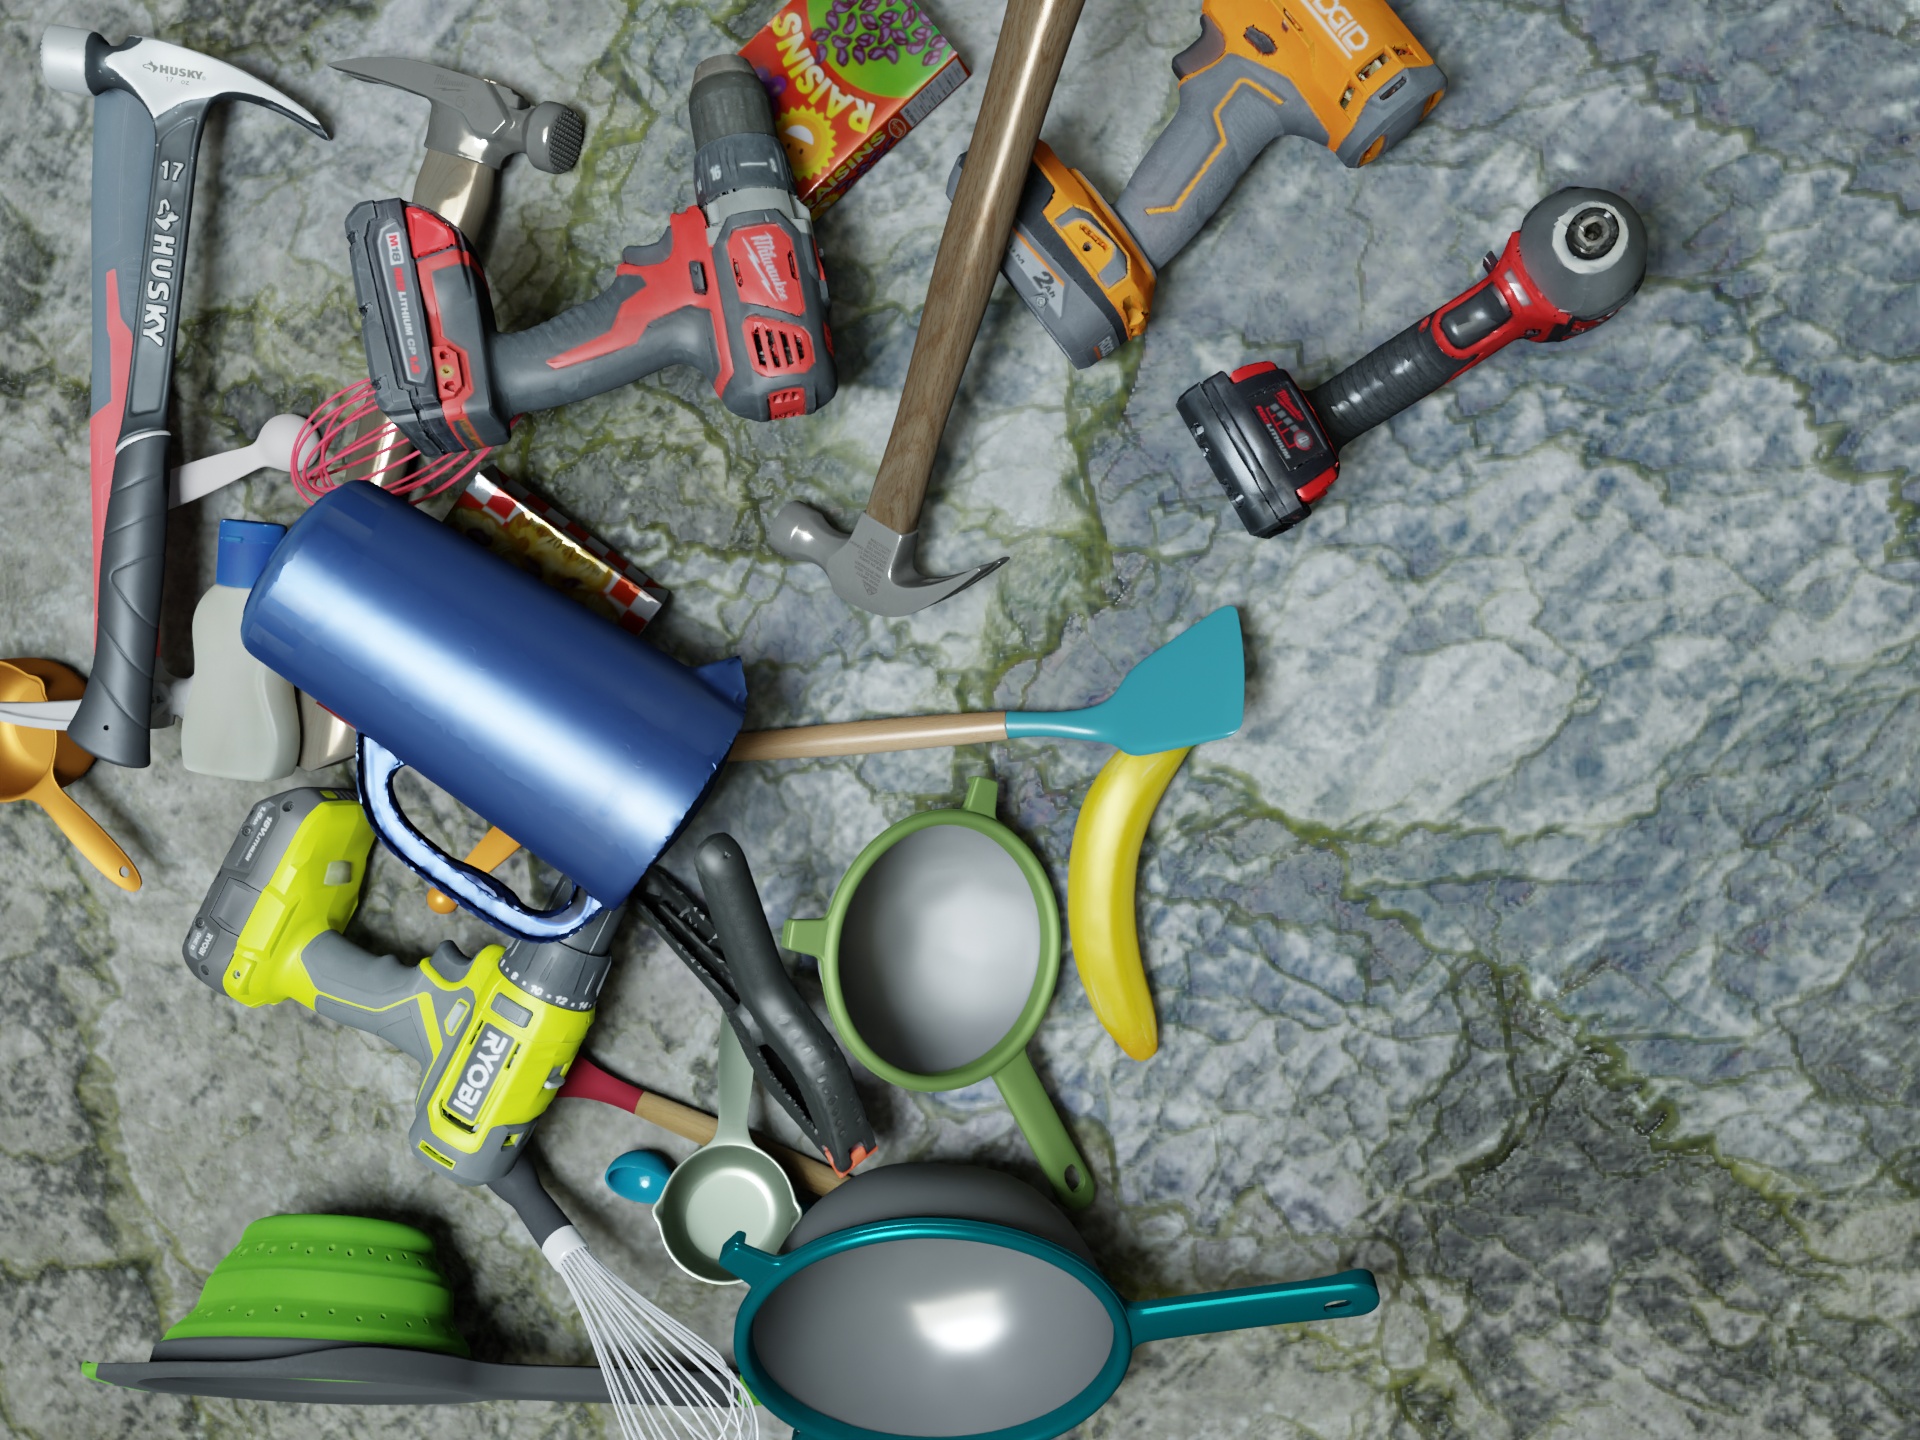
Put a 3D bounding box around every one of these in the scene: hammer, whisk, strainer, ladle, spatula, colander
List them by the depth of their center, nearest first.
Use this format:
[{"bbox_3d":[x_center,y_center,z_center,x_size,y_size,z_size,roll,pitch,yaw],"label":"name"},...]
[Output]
[{"bbox_3d":[-0.003,-0.198,0.791,0.130,0.031,0.331,32,123,19],"label":"hammer"},{"bbox_3d":[-0.229,-0.194,0.869,0.296,0.073,0.073,-29,90,-3],"label":"whisk"},{"bbox_3d":[0.048,0.299,0.869,0.340,0.095,0.210,-8,125,4],"label":"strainer"},{"bbox_3d":[-0.001,-0.003,0.874,0.317,0.044,0.082,-6,56,15],"label":"spatula"},{"bbox_3d":[0.001,0.167,0.886,0.151,0.069,0.256,-37,110,-28],"label":"strainer"},{"bbox_3d":[-0.207,0.324,0.901,0.285,0.070,0.070,39,103,32],"label":"whisk"},{"bbox_3d":[-0.457,-0.177,0.904,0.149,0.036,0.409,6,92,-11],"label":"hammer"},{"bbox_3d":[-0.342,-0.170,0.927,0.146,0.038,0.410,19,100,10],"label":"hammer"},{"bbox_3d":[-0.508,-0.187,0.933,0.143,0.038,0.386,0,93,-21],"label":"hammer"},{"bbox_3d":[-0.167,0.238,0.945,0.315,0.031,0.069,21,99,6],"label":"ladle"},{"bbox_3d":[-0.292,0.353,0.946,0.397,0.204,0.095,4,62,-5],"label":"colander"}]

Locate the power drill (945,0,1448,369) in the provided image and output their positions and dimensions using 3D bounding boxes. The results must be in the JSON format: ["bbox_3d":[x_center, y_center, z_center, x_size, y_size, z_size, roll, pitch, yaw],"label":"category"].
[{"bbox_3d":[0.105,-0.306,0.804,0.226,0.084,0.164,-38,86,9],"label":"power drill"}]

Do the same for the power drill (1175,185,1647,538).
[{"bbox_3d":[0.220,-0.175,0.764,0.219,0.143,0.078,-30,88,15],"label":"power drill"}]

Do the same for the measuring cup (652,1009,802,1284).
[{"bbox_3d":[-0.132,0.238,0.917,0.083,0.038,0.168,3,65,-7],"label":"measuring cup"}]

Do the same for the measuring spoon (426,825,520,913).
[{"bbox_3d":[-0.281,0.077,0.955,0.117,0.011,0.021,-42,87,12],"label":"measuring spoon"}]

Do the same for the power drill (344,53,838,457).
[{"bbox_3d":[-0.184,-0.234,0.806,0.226,0.080,0.188,-11,85,-6],"label":"power drill"}]

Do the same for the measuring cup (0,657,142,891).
[{"bbox_3d":[-0.551,0.035,0.984,0.095,0.052,0.173,-43,89,12],"label":"measuring cup"}]

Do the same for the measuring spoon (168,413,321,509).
[{"bbox_3d":[-0.436,-0.146,0.930,0.124,0.018,0.034,-26,102,-14],"label":"measuring spoon"}]

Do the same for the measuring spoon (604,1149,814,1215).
[{"bbox_3d":[-0.147,0.276,0.950,0.128,0.021,0.042,8,135,2],"label":"measuring spoon"}]

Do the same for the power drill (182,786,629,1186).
[{"bbox_3d":[-0.312,0.130,0.919,0.228,0.080,0.190,28,92,13],"label":"power drill"}]
